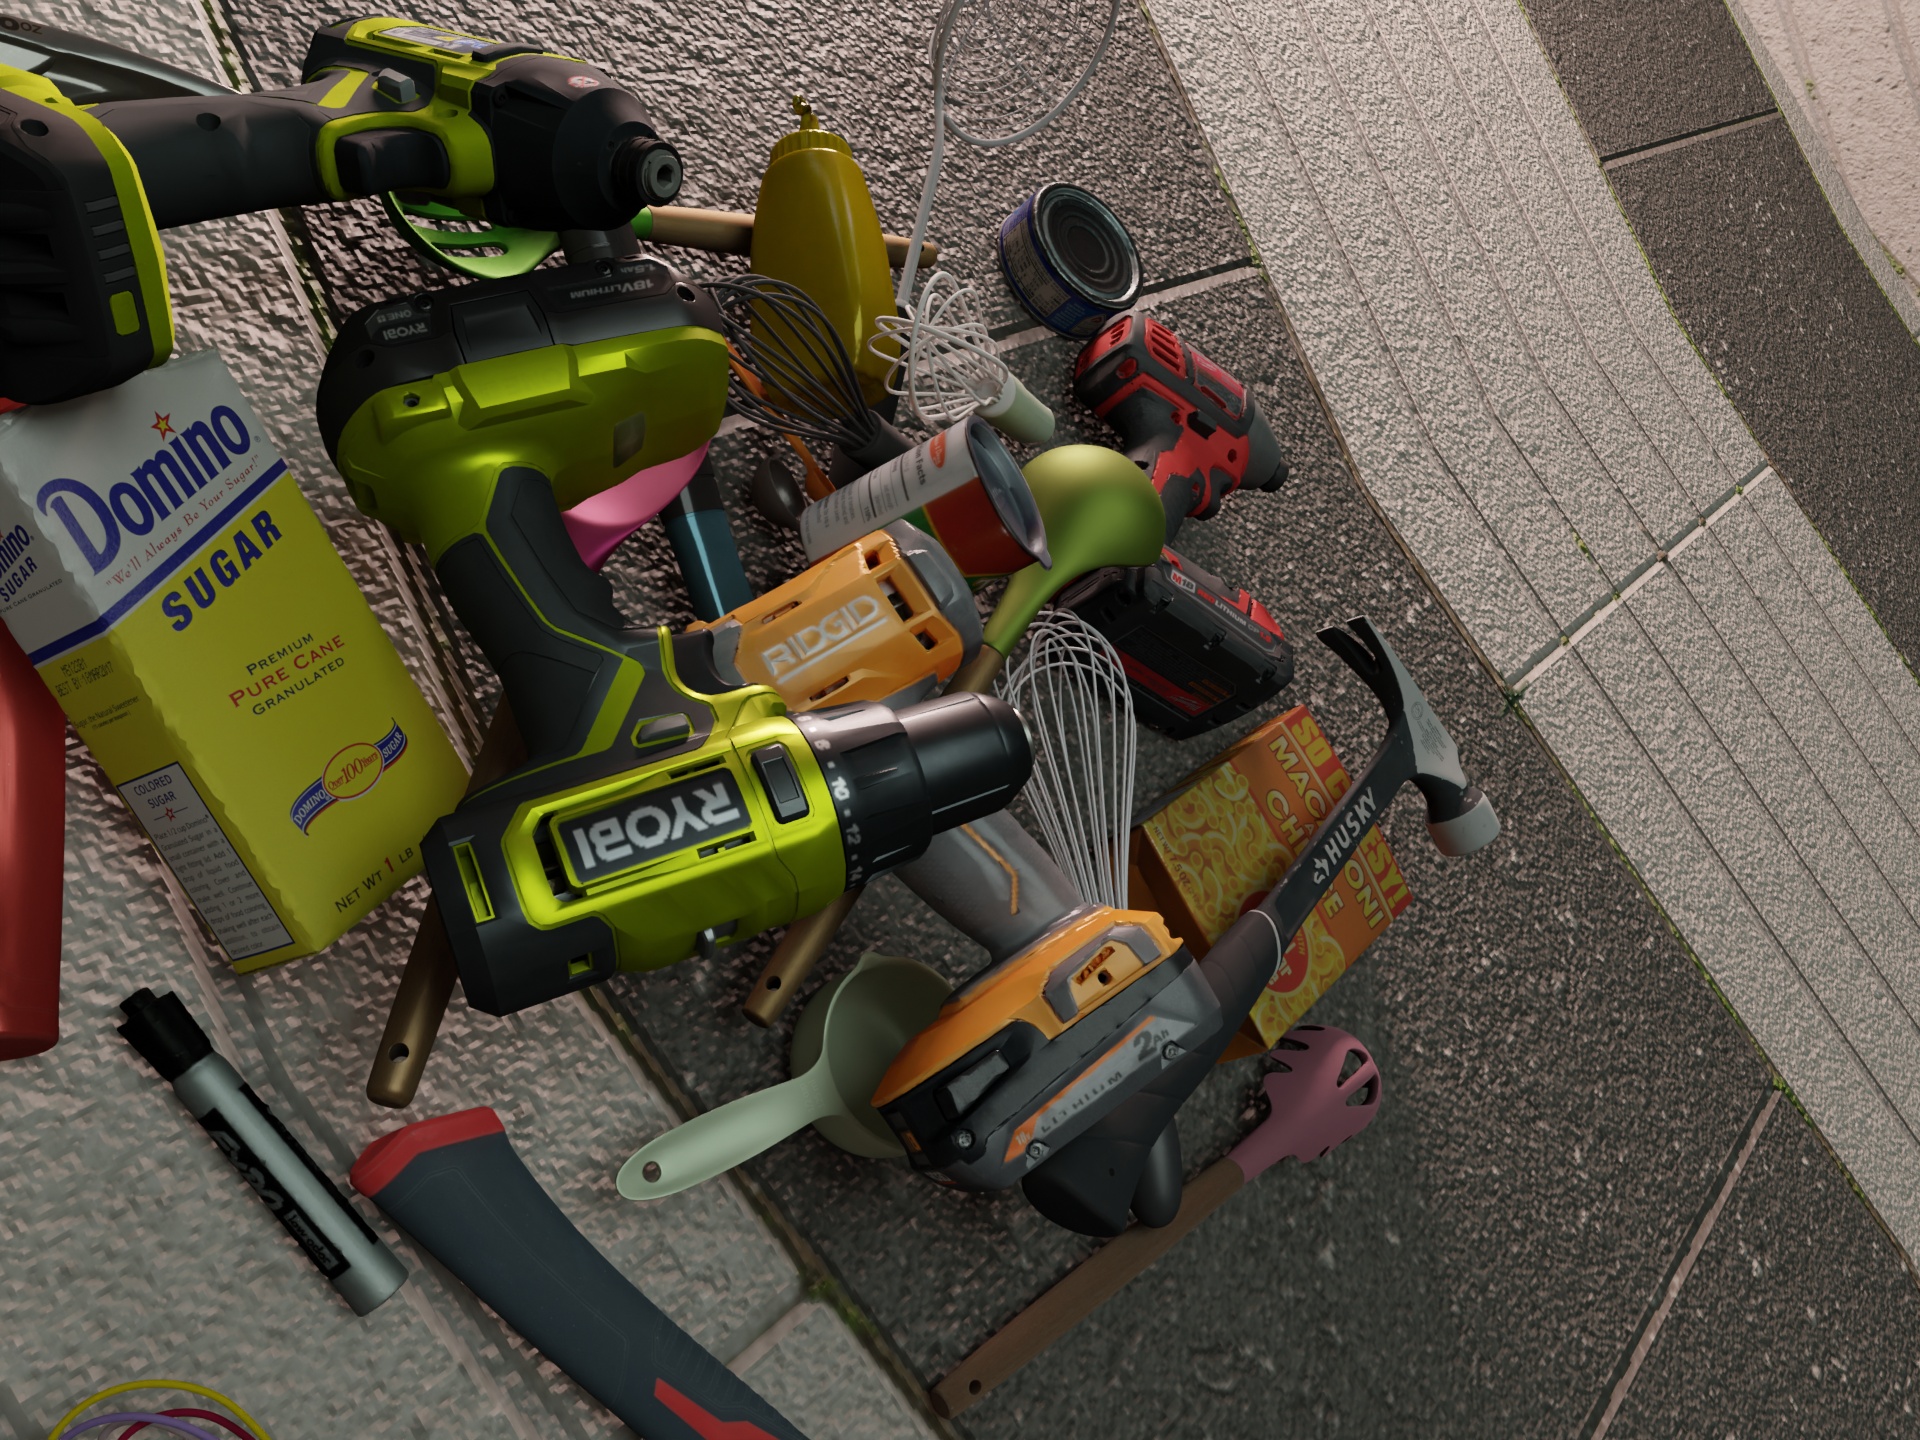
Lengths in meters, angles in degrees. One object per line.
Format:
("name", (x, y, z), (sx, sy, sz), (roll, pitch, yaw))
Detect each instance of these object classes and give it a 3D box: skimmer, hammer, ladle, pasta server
("skimmer", (0.009, -0.250, 0.797), (0.090, 0.127, 0.363), (7, 66, 12))
("hammer", (-0.298, -0.073, 0.510), (0.149, 0.036, 0.359), (4, 66, -39))
("ladle", (-0.001, -0.002, 0.677), (0.078, 0.062, 0.320), (27, 62, 11))
("hammer", (-0.060, 0.279, 0.534), (0.386, 0.038, 0.143), (46, 49, -13))
("pasta server", (0.100, 0.216, 0.710), (0.316, 0.040, 0.060), (-23, 85, -40))
("hammer", (0.145, 0.088, 0.733), (0.409, 0.036, 0.149), (-39, 103, -45))
("hammer", (-0.115, -0.096, 0.656), (0.128, 0.033, 0.331), (-17, 87, -45))

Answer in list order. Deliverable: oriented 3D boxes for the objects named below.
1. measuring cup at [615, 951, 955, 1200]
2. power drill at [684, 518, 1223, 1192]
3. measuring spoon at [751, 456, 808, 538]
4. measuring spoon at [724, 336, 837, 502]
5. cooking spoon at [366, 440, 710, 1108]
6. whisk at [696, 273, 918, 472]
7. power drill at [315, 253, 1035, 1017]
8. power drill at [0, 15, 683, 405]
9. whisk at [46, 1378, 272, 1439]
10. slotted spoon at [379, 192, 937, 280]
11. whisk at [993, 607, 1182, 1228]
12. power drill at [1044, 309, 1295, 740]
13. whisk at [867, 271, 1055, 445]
("measuring cup", (-0.064, 0.144, 0.599), (0.167, 0.038, 0.083), (-16, 80, -42))
("power drill", (-0.036, 0.059, 0.574), (0.185, 0.084, 0.226), (-31, 83, -20))
("measuring spoon", (-0.065, -0.059, 0.715), (0.124, 0.018, 0.034), (66, 15, -1))
("measuring spoon", (-0.092, -0.143, 0.725), (0.117, 0.011, 0.021), (54, 12, 10))
("cooking spoon", (-0.147, -0.021, 0.555), (0.068, 0.017, 0.319), (16, 59, -10))
("whisk", (-0.040, -0.124, 0.685), (0.238, 0.055, 0.055), (30, 48, -58))
("power drill", (-0.097, -0.036, 0.520), (0.190, 0.080, 0.229), (-18, 70, -20))
("power drill", (-0.214, -0.175, 0.504), (0.223, 0.171, 0.080), (-33, 136, -42))
("whisk", (-0.157, 0.271, 0.454), (0.244, 0.051, 0.047), (47, 41, -16))
("slotted spoon", (-0.125, -0.226, 0.739), (0.313, 0.031, 0.070), (-11, 78, -45))
("whisk", (0.061, 0.081, 0.715), (0.070, 0.070, 0.285), (7, 65, -38))
("power drill", (0.121, -0.108, 0.856), (0.143, 0.078, 0.220), (30, 50, -27))
("whisk", (0.012, -0.154, 0.733), (0.246, 0.058, 0.059), (-8, 109, -76))
